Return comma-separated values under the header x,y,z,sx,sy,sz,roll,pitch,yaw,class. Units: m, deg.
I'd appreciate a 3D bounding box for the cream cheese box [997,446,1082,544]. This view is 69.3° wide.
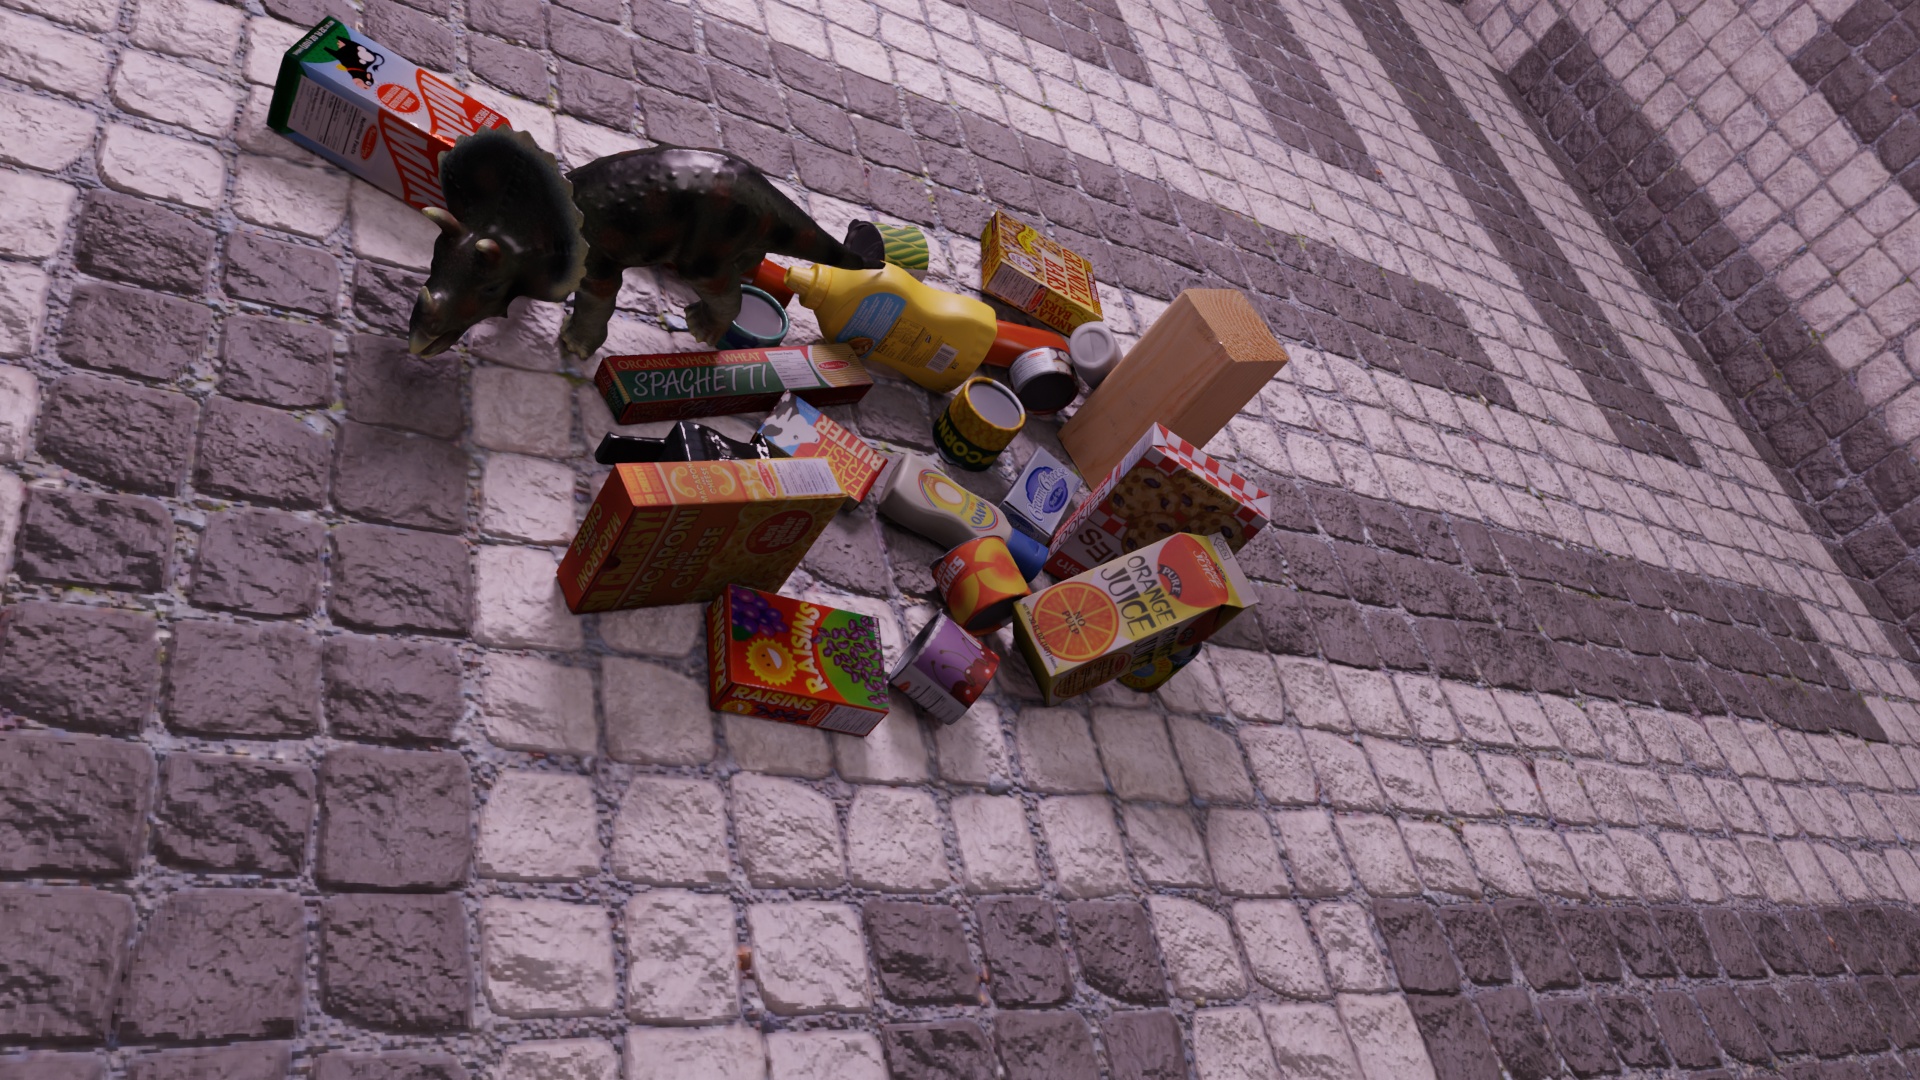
x,y,z,sx,sy,sz,roll,pitch,yaw,class
0.072,-0.040,1.272,0.053,0.024,0.104,38,40,-3,cream cheese box

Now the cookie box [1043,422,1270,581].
x,y,z,sx,sy,sz,roll,pitch,yaw,class
0.168,-0.006,1.206,0.123,0.166,0.040,31,37,-12,cookie box

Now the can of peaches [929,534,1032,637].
x,y,z,sx,sy,sz,roll,pitch,yaw,class
0.016,0.038,1.124,0.071,0.071,0.058,-6,59,-42,can of peaches

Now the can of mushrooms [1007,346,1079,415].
x,y,z,sx,sy,sz,roll,pitch,yaw,class
0.082,-0.154,1.353,0.071,0.070,0.033,11,48,-31,can of mushrooms

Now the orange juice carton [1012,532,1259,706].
x,y,z,sx,sy,sz,roll,pitch,yaw,class
0.143,0.057,1.129,0.193,0.072,0.072,-22,65,-10,orange juice carton

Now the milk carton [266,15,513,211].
x,y,z,sx,sy,sz,roll,pitch,yaw,class
-0.428,-0.317,1.089,0.190,0.073,0.073,29,41,-15,milk carton

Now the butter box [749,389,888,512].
x,y,z,sx,sy,sz,roll,pitch,yaw,class
-0.116,-0.073,1.142,0.103,0.024,0.053,34,59,-8,butter box

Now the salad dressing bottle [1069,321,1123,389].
x,y,z,sx,sy,sz,roll,pitch,yaw,class
0.142,-0.177,1.387,0.147,0.044,0.064,20,59,-75,salad dressing bottle

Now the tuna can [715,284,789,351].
x,y,z,sx,sy,sz,roll,pitch,yaw,class
-0.181,-0.185,1.197,0.071,0.032,0.071,21,43,-22,tuna can

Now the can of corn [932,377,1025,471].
x,y,z,sx,sy,sz,roll,pitch,yaw,class
0.016,-0.105,1.260,0.071,0.058,0.071,22,43,-22,can of corn

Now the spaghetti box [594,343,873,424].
x,y,z,sx,sy,sz,roll,pitch,yaw,class
-0.182,-0.132,1.150,0.251,0.028,0.050,-11,62,-44,spaghetti box

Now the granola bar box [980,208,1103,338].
x,y,z,sx,sy,sz,roll,pitch,yaw,class
0.083,-0.278,1.459,0.124,0.039,0.166,27,28,-15,granola bar box

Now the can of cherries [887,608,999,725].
x,y,z,sx,sy,sz,roll,pitch,yaw,class
-0.011,0.094,1.047,0.058,0.071,0.072,37,40,-5,can of cherries

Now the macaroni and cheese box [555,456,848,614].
x,y,z,sx,sy,sz,roll,pitch,yaw,class
-0.178,-0.004,0.962,0.167,0.123,0.040,-5,57,-41,macaroni and cheese box

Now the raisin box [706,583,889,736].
x,y,z,sx,sy,sz,roll,pitch,yaw,class
-0.117,0.086,0.994,0.123,0.040,0.086,15,47,-30,raisin box

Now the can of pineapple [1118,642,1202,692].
x,y,z,sx,sy,sz,roll,pitch,yaw,class
0.165,0.091,1.199,0.071,0.057,0.071,22,43,-22,can of pineapple

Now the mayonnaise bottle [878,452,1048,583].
x,y,z,sx,sy,sz,roll,pitch,yaw,class
0.004,-0.015,1.181,0.148,0.041,0.065,30,39,-12,mayonnaise bottle

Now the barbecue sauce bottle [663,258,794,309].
x,y,z,sx,sy,sz,roll,pitch,yaw,class
-0.215,-0.251,1.222,0.148,0.043,0.065,25,42,-19,barbecue sauce bottle

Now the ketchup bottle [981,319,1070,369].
x,y,z,sx,sy,sz,roll,pitch,yaw,class
0.034,-0.194,1.364,0.149,0.043,0.065,7,26,-33,ketchup bottle

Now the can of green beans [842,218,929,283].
x,y,z,sx,sy,sz,roll,pitch,yaw,class
-0.072,-0.272,1.337,0.058,0.071,0.071,-6,59,-43,can of green beans
